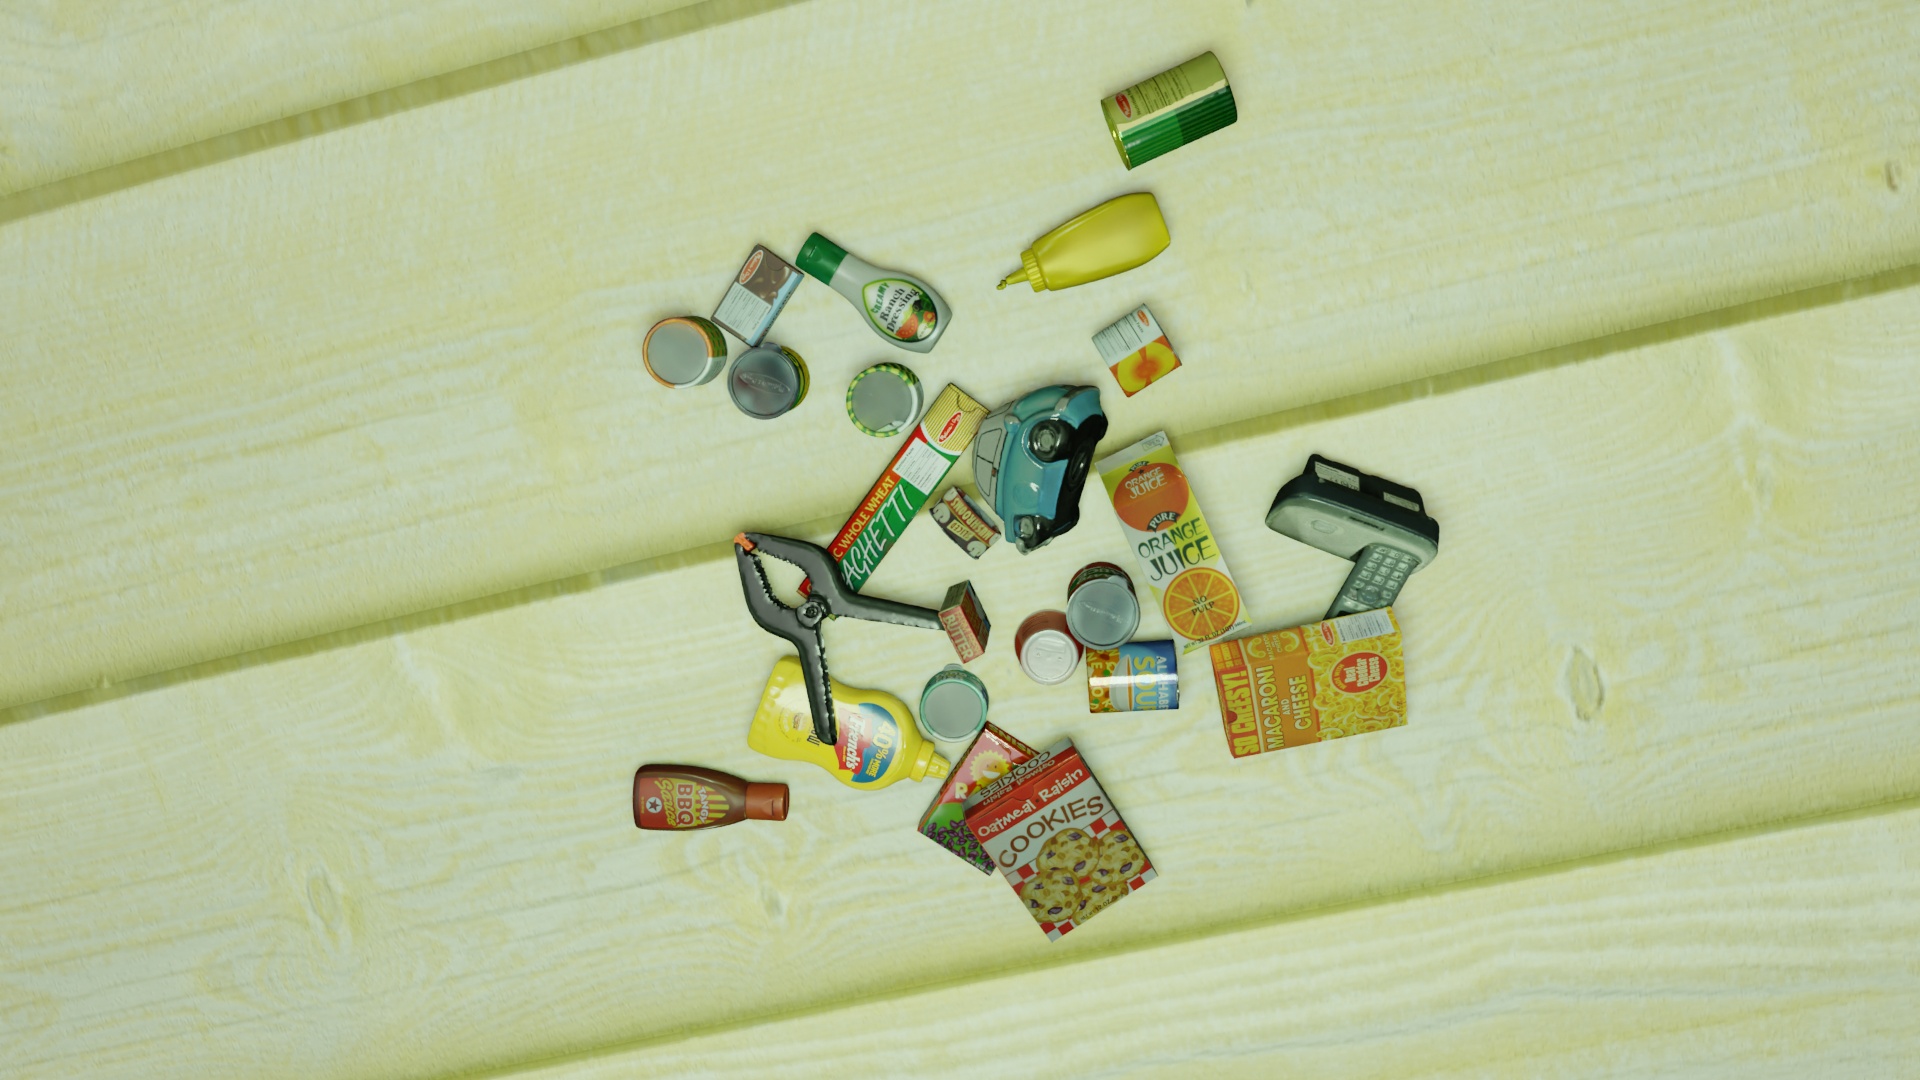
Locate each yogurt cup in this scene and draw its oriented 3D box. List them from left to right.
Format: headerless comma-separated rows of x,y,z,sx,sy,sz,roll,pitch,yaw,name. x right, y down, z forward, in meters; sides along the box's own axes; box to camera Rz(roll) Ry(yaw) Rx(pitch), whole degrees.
0.084,0.104,1.311,0.072,0.054,0.072,1,99,3,yogurt cup

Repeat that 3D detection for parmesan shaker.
0.183,-0.373,1.214,0.103,0.071,0.071,-22,98,7,parmesan shaker

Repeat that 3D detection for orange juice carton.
0.194,0.000,1.275,0.072,0.073,0.192,-25,97,8,orange juice carton

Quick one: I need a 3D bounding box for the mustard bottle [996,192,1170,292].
0.106,-0.260,1.249,0.160,0.049,0.065,-20,98,8,mustard bottle

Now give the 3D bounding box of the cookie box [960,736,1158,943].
0.094,0.285,1.318,0.123,0.040,0.167,-32,112,1,cookie box

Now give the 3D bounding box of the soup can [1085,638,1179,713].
0.161,0.129,1.301,0.084,0.071,0.071,-4,100,5,soup can

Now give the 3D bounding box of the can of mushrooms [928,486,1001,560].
0.005,-0.016,1.287,0.033,0.071,0.071,-43,94,9,can of mushrooms

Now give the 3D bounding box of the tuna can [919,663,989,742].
-0.006,0.157,1.337,0.071,0.033,0.071,1,100,4,tuna can

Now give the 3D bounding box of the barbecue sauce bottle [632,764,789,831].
-0.244,0.254,1.365,0.148,0.044,0.064,2,99,3,barbecue sauce bottle

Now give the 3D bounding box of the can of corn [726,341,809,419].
-0.176,-0.149,1.283,0.071,0.058,0.071,1,100,4,can of corn

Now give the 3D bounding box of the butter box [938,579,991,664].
0.005,0.074,1.286,0.024,0.104,0.053,-25,98,9,butter box

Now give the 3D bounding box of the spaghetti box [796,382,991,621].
-0.064,-0.036,1.310,0.050,0.029,0.249,37,100,-3,spaghetti box

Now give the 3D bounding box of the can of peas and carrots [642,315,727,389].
-0.256,-0.176,1.284,0.071,0.059,0.070,1,100,4,can of peas and carrots

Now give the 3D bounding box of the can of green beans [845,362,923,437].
-0.069,-0.130,1.279,0.071,0.058,0.071,1,100,4,can of green beans

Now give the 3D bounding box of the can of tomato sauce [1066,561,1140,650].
0.131,0.057,1.284,0.071,0.083,0.071,1,100,4,can of tomato sauce

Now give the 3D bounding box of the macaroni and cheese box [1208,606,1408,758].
0.321,0.133,1.279,0.166,0.040,0.123,-13,128,6,macaroni and cheese box

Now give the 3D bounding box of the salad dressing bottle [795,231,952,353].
-0.080,-0.228,1.270,0.148,0.044,0.064,32,99,-2,salad dressing bottle

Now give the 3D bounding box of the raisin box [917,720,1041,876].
0.026,0.249,1.347,0.086,0.040,0.123,33,100,-1,raisin box

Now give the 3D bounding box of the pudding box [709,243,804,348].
-0.187,-0.226,1.286,0.049,0.030,0.083,34,100,-1,pudding box

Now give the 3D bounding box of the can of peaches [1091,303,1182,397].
0.159,-0.169,1.253,0.058,0.071,0.071,-32,96,9,can of peaches
